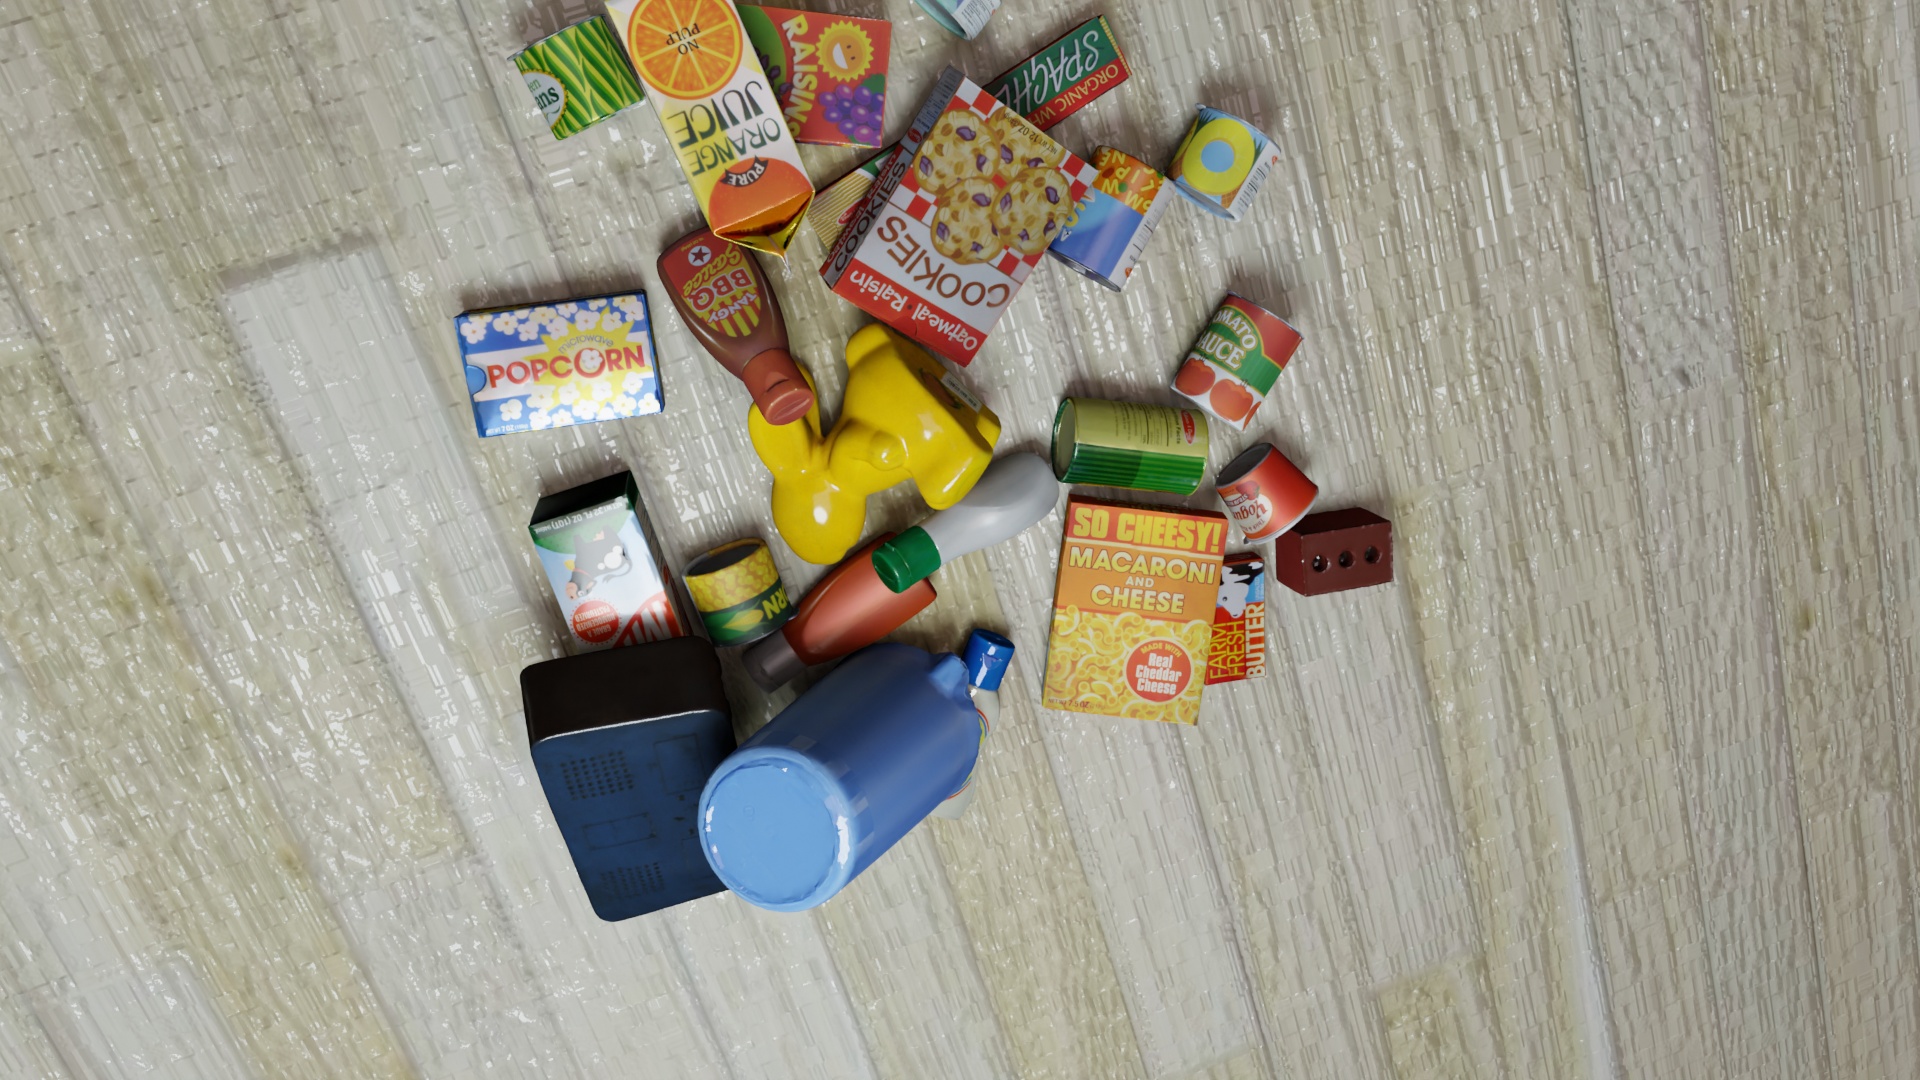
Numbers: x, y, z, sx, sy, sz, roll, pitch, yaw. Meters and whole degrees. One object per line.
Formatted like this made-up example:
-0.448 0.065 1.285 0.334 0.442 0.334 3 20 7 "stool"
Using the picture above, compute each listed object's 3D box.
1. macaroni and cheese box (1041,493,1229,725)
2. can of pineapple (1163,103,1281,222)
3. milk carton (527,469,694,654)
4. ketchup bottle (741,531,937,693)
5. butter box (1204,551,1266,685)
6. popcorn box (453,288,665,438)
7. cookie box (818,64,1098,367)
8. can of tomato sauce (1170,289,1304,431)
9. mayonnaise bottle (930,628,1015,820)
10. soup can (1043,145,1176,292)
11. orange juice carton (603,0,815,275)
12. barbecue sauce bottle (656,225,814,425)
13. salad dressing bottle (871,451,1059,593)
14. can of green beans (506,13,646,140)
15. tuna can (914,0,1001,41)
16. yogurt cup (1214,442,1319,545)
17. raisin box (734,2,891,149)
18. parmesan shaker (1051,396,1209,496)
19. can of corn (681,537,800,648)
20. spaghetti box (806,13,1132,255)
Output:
0.133 0.053 1.079 0.124 0.040 0.166 7 103 0 "macaroni and cheese box"
0.186 -0.271 1.001 0.071 0.071 0.057 27 98 -17 "can of pineapple"
-0.238 0.055 0.995 0.072 0.073 0.190 -19 108 -5 "milk carton"
-0.094 0.059 1.042 0.149 0.043 0.064 -35 106 -1 "ketchup bottle"
0.217 0.064 1.119 0.053 0.024 0.103 -7 106 -9 "butter box"
-0.274 -0.123 0.958 0.127 0.038 0.085 -9 108 -10 "popcorn box"
-0.002 -0.220 0.962 0.123 0.040 0.167 26 107 -32 "cookie box"
0.205 -0.134 1.040 0.071 0.071 0.083 30 98 -18 "can of tomato sauce"
-0.001 0.142 1.085 0.065 0.041 0.147 20 101 -14 "mayonnaise bottle"
0.104 -0.232 0.995 0.071 0.071 0.083 26 98 -17 "soup can"
-0.149 -0.262 0.888 0.073 0.072 0.192 -25 109 -2 "orange juice carton"
-0.147 -0.143 0.932 0.065 0.043 0.149 -30 67 -5 "barbecue sauce bottle"
0.004 -0.013 1.017 0.148 0.064 0.043 -31 129 -23 "salad dressing bottle"
-0.247 -0.300 0.901 0.071 0.071 0.057 -27 109 -4 "can of green beans"
-0.010 -0.371 0.933 0.071 0.071 0.033 37 96 -18 "tuna can"
0.235 -0.039 1.075 0.072 0.072 0.054 -41 101 1 "yogurt cup"
-0.112 -0.314 0.941 0.123 0.040 0.086 2 104 -11 "raisin box"
0.125 -0.073 1.044 0.103 0.071 0.071 5 104 -12 "parmesan shaker"
-0.160 0.037 1.010 0.071 0.071 0.058 -21 108 -5 "can of corn"
0.004 -0.282 0.978 0.250 0.029 0.050 -33 109 -2 "spaghetti box"
